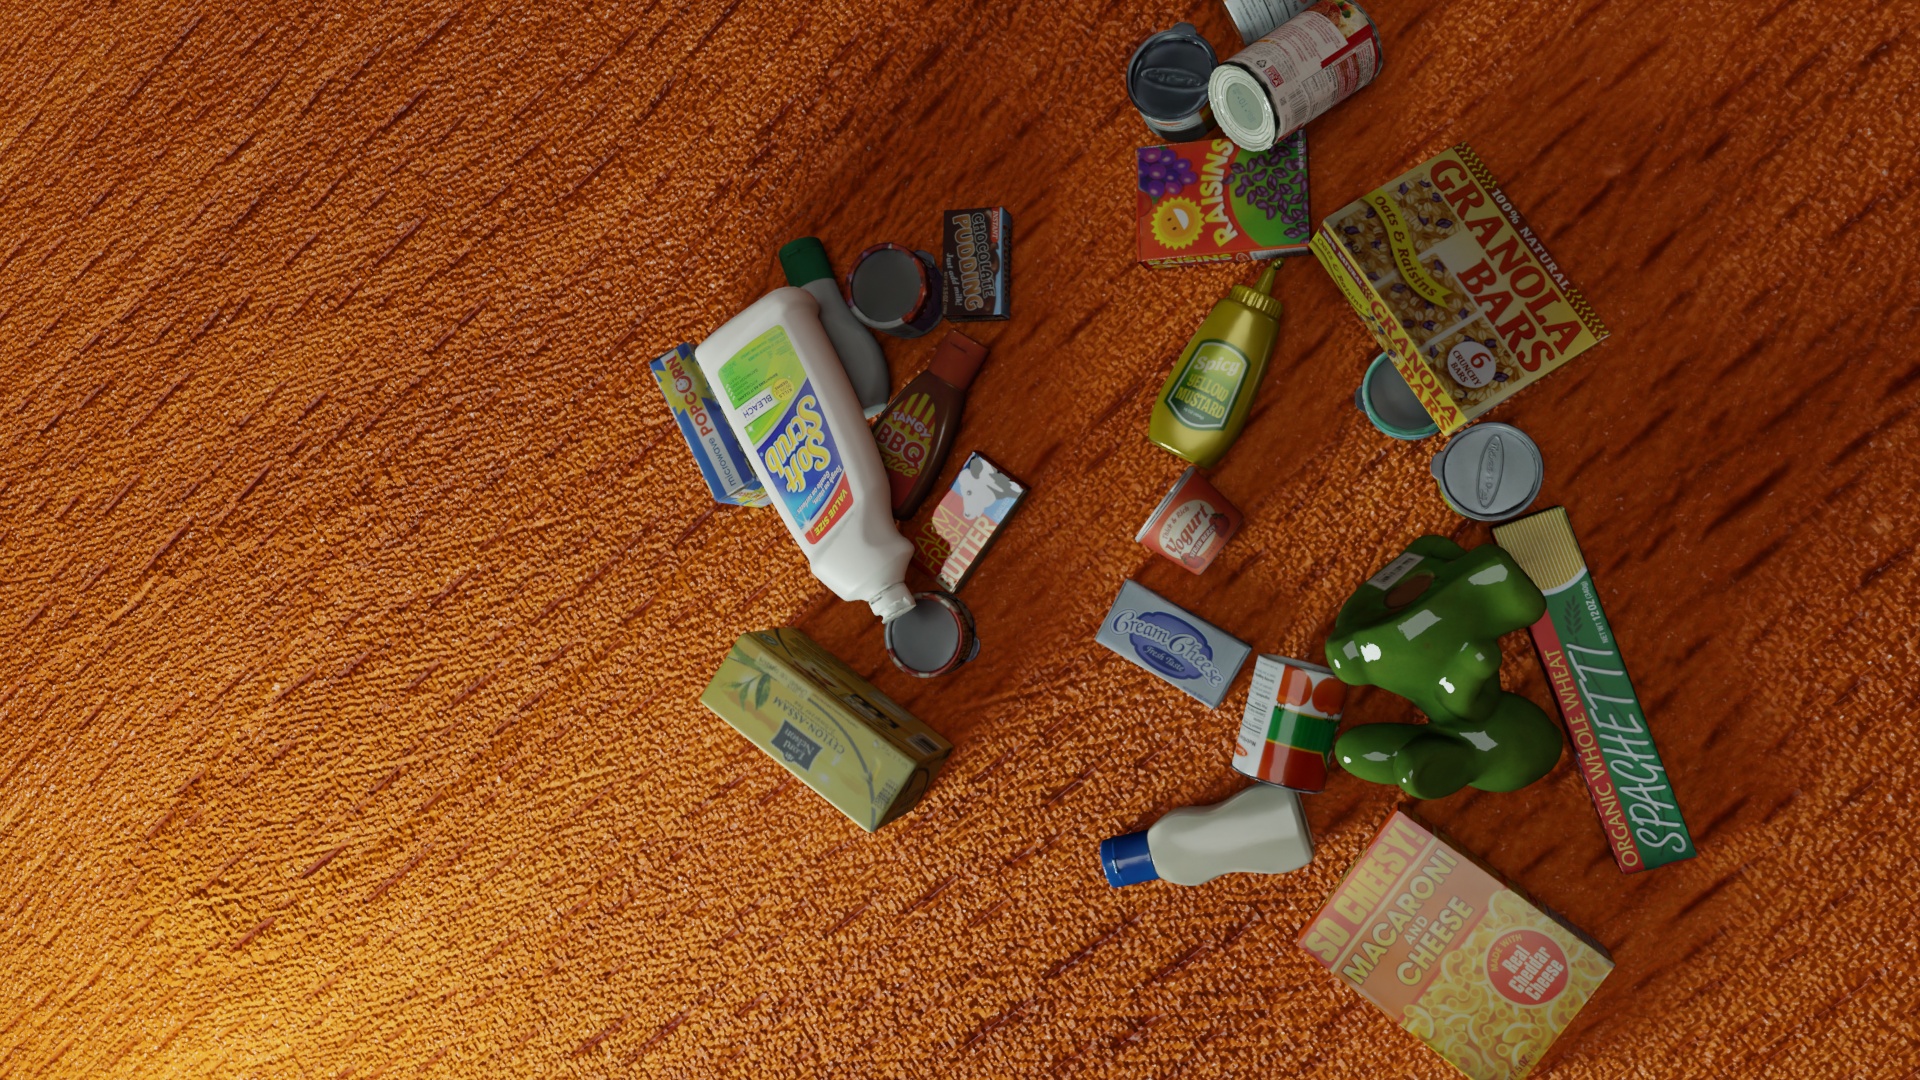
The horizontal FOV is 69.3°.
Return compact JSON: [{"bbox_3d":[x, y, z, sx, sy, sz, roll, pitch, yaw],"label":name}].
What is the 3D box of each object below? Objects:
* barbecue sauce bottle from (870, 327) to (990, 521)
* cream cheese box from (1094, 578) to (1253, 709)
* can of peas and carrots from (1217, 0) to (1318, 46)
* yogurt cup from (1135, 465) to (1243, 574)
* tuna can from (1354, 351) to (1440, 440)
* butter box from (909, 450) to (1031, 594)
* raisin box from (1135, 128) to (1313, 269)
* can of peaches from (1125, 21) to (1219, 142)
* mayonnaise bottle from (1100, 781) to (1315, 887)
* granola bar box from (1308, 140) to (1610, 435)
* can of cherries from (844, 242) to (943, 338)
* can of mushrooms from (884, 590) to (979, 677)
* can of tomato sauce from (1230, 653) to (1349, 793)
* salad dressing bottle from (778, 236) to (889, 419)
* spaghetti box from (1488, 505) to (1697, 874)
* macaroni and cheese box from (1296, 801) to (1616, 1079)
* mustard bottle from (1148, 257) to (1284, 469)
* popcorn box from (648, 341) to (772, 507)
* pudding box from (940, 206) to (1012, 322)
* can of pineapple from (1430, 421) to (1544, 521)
[{"bbox_3d":[-0.029,-0.091,1.071,0.065,0.044,0.148,33,98,15],"label":"barbecue sauce bottle"},{"bbox_3d":[0.156,0.075,1.022,0.104,0.024,0.053,30,97,15],"label":"cream cheese box"},{"bbox_3d":[0.213,-0.398,0.991,0.058,0.071,0.071,-30,81,15],"label":"can of peas and carrots"},{"bbox_3d":[0.166,-0.012,1.001,0.054,0.072,0.072,37,100,6],"label":"yogurt cup"},{"bbox_3d":[0.312,-0.104,0.972,0.071,0.033,0.071,0,89,17],"label":"tuna can"},{"bbox_3d":[0.004,-0.013,1.070,0.053,0.024,0.103,37,100,13],"label":"butter box"},{"bbox_3d":[0.191,-0.246,1.008,0.123,0.040,0.086,-2,90,18],"label":"raisin box"},{"bbox_3d":[0.159,-0.331,1.009,0.071,0.058,0.071,0,89,18],"label":"can of peaches"},{"bbox_3d":[0.177,0.218,1.006,0.148,0.041,0.065,-17,83,17],"label":"mayonnaise bottle"},{"bbox_3d":[0.335,-0.171,0.940,0.124,0.039,0.166,-30,80,-10],"label":"granola bar box"},{"bbox_3d":[-0.049,-0.195,1.071,0.071,0.058,0.071,0,90,17],"label":"can of cherries"},{"bbox_3d":[-0.022,0.073,1.072,0.071,0.033,0.071,0,88,17],"label":"can of mushrooms"},{"bbox_3d":[0.234,0.128,0.977,0.071,0.071,0.083,14,93,17],"label":"can of tomato sauce"},{"bbox_3d":[-0.102,-0.166,1.095,0.064,0.044,0.148,-23,82,17],"label":"salad dressing bottle"},{"bbox_3d":[0.426,0.100,0.937,0.050,0.029,0.250,-20,83,17],"label":"spaghetti box"},{"bbox_3d":[0.336,0.280,0.956,0.166,0.040,0.123,36,100,14],"label":"macaroni and cheese box"},{"bbox_3d":[0.192,-0.133,1.001,0.065,0.049,0.160,27,97,14],"label":"mustard bottle"},{"bbox_3d":[-0.186,-0.089,1.097,0.038,0.085,0.127,-30,81,14],"label":"popcorn box"},{"bbox_3d":[0.013,-0.211,1.067,0.049,0.030,0.083,2,90,16],"label":"pudding box"},{"bbox_3d":[0.357,-0.047,0.945,0.071,0.058,0.071,0,89,17],"label":"can of pineapple"}]
